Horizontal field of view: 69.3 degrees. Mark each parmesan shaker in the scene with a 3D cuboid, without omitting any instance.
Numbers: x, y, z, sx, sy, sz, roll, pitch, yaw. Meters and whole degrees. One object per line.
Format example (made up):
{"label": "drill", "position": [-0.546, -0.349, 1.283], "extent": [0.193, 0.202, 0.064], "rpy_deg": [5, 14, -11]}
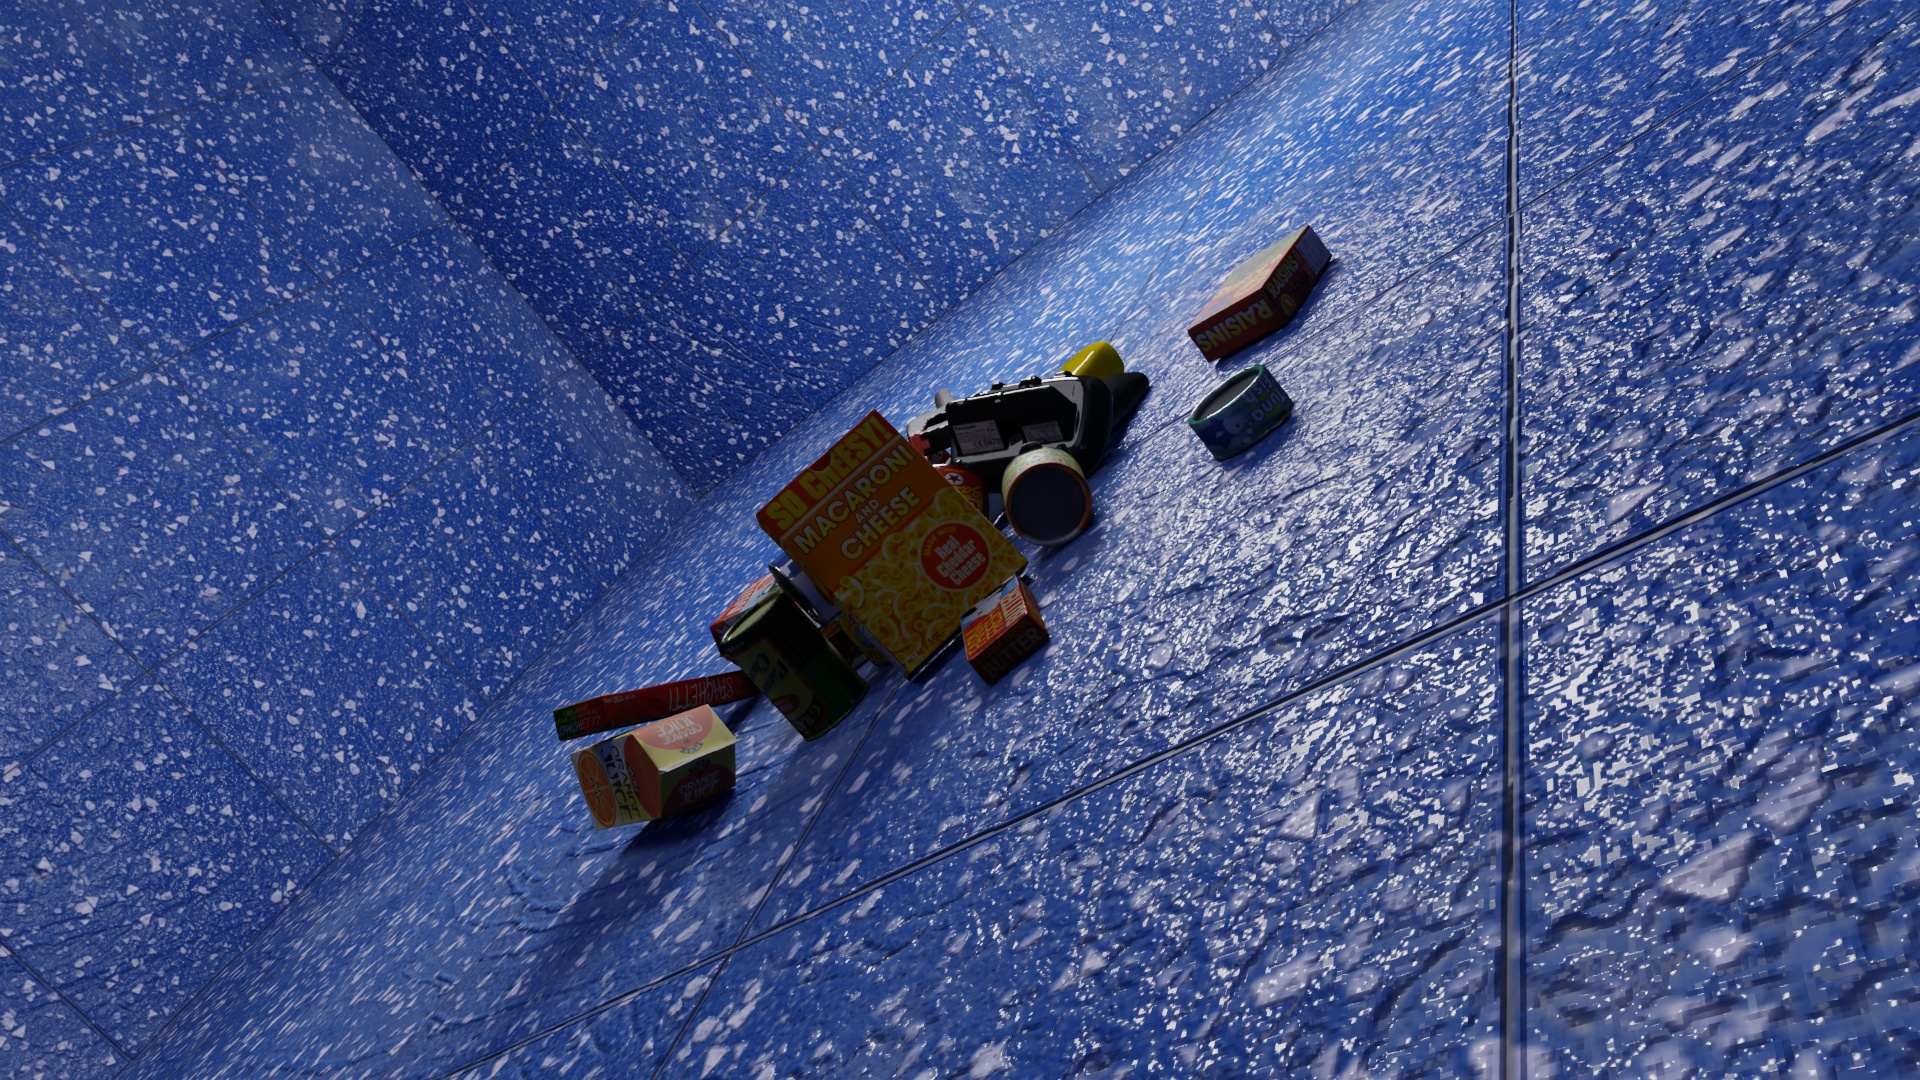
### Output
{"label": "parmesan shaker", "position": [-0.132, 0.098, 1.090], "extent": [0.071, 0.103, 0.071], "rpy_deg": [-38, 12, 10]}

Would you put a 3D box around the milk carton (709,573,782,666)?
{"label": "milk carton", "position": [-0.184, 0.079, 1.383], "extent": [0.073, 0.073, 0.190], "rpy_deg": [-48, 14, -32]}

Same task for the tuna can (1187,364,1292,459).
{"label": "tuna can", "position": [0.193, -0.089, 0.954], "extent": [0.071, 0.033, 0.071], "rpy_deg": [-38, 12, 9]}

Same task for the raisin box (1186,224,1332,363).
{"label": "raisin box", "position": [0.256, -0.210, 1.187], "extent": [0.086, 0.040, 0.124], "rpy_deg": [-26, 17, 46]}

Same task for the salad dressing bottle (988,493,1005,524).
{"label": "salad dressing bottle", "position": [0.004, -0.015, 1.225], "extent": [0.064, 0.044, 0.148], "rpy_deg": [-8, 32, 48]}

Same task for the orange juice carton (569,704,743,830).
{"label": "orange juice carton", "position": [-0.248, 0.187, 1.145], "extent": [0.072, 0.073, 0.192], "rpy_deg": [-18, -3, -37]}

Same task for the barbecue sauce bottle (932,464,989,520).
{"label": "barbecue sauce bottle", "position": [-0.008, -0.003, 1.136], "extent": [0.149, 0.065, 0.043], "rpy_deg": [-91, 11, -51]}

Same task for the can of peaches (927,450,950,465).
{"label": "can of peaches", "position": [-0.034, -0.071, 1.511], "extent": [0.071, 0.058, 0.071], "rpy_deg": [-37, 12, 10]}

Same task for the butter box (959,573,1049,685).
{"label": "butter box", "position": [0.028, 0.059, 0.937], "extent": [0.053, 0.024, 0.104], "rpy_deg": [-39, 12, 6]}

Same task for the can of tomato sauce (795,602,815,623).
{"label": "can of tomato sauce", "position": [-0.113, 0.066, 1.240], "extent": [0.083, 0.071, 0.071], "rpy_deg": [-49, 15, -33]}

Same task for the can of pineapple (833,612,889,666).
{"label": "can of pineapple", "position": [-0.064, 0.061, 1.126], "extent": [0.071, 0.058, 0.071], "rpy_deg": [-38, 12, 10]}

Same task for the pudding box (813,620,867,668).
{"label": "pudding box", "position": [-0.113, 0.094, 1.172], "extent": [0.083, 0.049, 0.030], "rpy_deg": [-40, 13, 5]}

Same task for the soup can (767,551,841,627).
{"label": "soup can", "position": [-0.099, 0.015, 1.088], "extent": [0.084, 0.071, 0.071], "rpy_deg": [-43, 12, -14]}

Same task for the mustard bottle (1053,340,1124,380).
{"label": "mustard bottle", "position": [0.107, -0.134, 1.338], "extent": [0.065, 0.048, 0.161], "rpy_deg": [-29, 17, 42]}

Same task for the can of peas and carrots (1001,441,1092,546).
{"label": "can of peas and carrots", "position": [0.065, -0.036, 1.057], "extent": [0.071, 0.071, 0.059], "rpy_deg": [-38, 12, 9]}

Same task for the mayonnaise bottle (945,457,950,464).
{"label": "mayonnaise bottle", "position": [0.032, -0.078, 1.379], "extent": [0.065, 0.041, 0.148], "rpy_deg": [-36, 12, -12]}

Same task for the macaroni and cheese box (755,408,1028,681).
{"label": "macaroni and cheese box", "position": [-0.051, 0.001, 1.037], "extent": [0.124, 0.166, 0.040], "rpy_deg": [-43, -8, -14]}

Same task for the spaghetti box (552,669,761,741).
{"label": "spaghetti box", "position": [-0.262, 0.143, 1.234], "extent": [0.050, 0.028, 0.250], "rpy_deg": [-17, -6, 21]}
